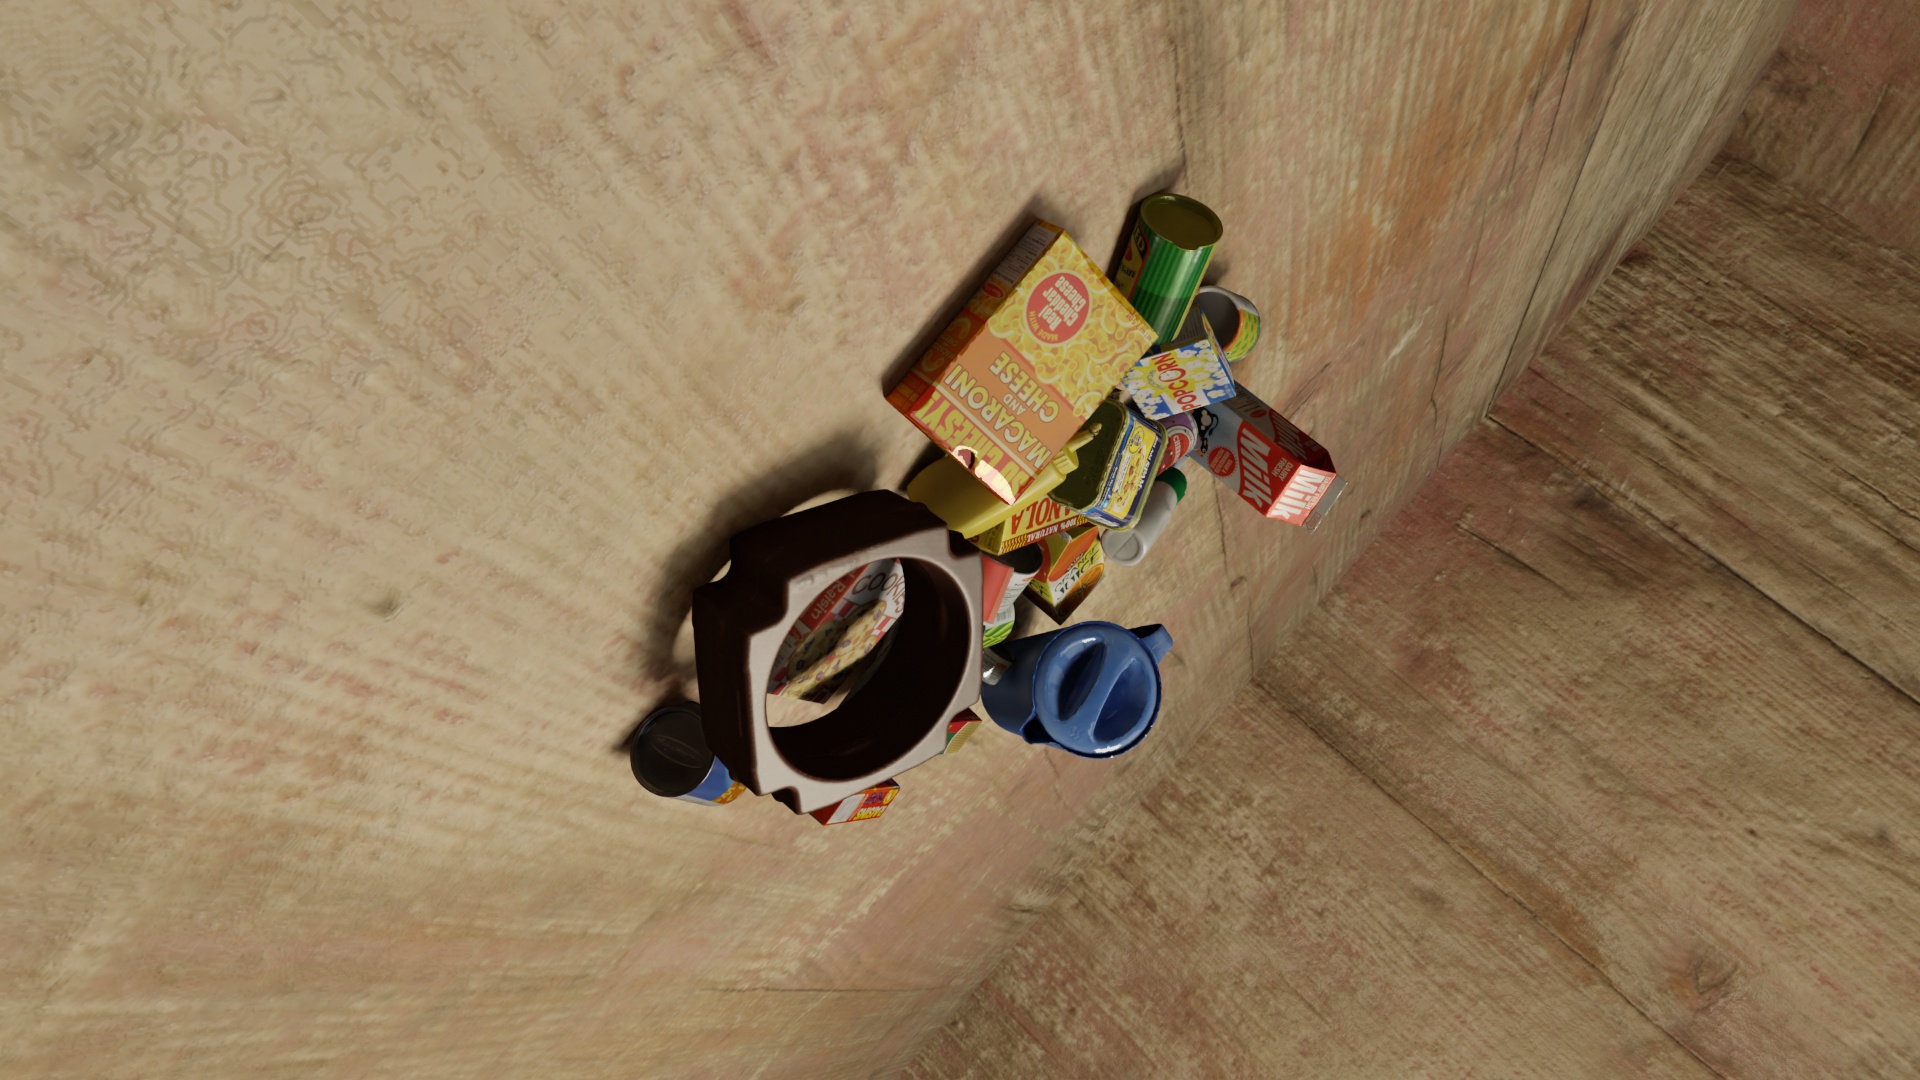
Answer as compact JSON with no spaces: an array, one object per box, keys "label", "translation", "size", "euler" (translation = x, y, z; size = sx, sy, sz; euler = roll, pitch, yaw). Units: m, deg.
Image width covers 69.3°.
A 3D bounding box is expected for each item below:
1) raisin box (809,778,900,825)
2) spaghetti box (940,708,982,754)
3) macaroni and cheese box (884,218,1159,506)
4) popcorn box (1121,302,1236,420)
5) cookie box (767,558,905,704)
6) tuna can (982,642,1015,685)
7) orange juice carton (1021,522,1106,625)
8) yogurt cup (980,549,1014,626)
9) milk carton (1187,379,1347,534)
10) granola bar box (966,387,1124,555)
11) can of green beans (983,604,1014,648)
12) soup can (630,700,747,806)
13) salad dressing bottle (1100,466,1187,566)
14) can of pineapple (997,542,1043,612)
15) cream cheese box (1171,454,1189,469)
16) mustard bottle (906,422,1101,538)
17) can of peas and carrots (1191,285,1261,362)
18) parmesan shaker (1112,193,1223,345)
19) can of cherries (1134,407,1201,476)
[{"label":"raisin box","translation":[-0.117,0.215,1.266],"size":[0.040,0.086,0.123],"euler":[-56,159,5]},{"label":"spaghetti box","translation":[-0.043,0.204,1.479],"size":[0.050,0.029,0.250],"euler":[-53,159,9]},{"label":"macaroni and cheese box","translation":[0.046,-0.124,0.986],"size":[0.166,0.040,0.123],"euler":[-50,127,1]},{"label":"popcorn box","translation":[0.186,-0.154,1.221],"size":[0.085,0.038,0.126],"euler":[-15,157,18]},{"label":"cookie box","translation":[-0.090,0.052,1.099],"size":[0.167,0.040,0.123],"euler":[-50,160,2]},{"label":"tuna can","translation":[0.019,0.111,1.395],"size":[0.033,0.071,0.071],"euler":[-51,159,8]},{"label":"orange juice carton","translation":[0.086,0.008,1.336],"size":[0.073,0.072,0.192],"euler":[-46,160,-9]},{"label":"yogurt cup","translation":[0.009,0.033,1.164],"size":[0.054,0.072,0.072],"euler":[-62,158,4]},{"label":"milk carton","translation":[0.306,-0.091,1.437],"size":[0.074,0.191,0.072],"euler":[-21,146,-50]},{"label":"granola bar box","translation":[0.072,-0.065,1.175],"size":[0.166,0.039,0.123],"euler":[-19,124,-54]},{"label":"can of green beans","translation":[0.009,0.071,1.296],"size":[0.058,0.071,0.071],"euler":[-12,138,-59]},{"label":"soup can","translation":[-0.197,0.160,1.038],"size":[0.071,0.071,0.083],"euler":[-48,160,-3]},{"label":"salad dressing bottle","translation":[0.181,-0.027,1.341],"size":[0.064,0.044,0.148],"euler":[-52,176,36]},{"label":"can of pineapple","translation":[0.031,0.022,1.252],"size":[0.071,0.071,0.057],"euler":[-23,155,-50]},{"label":"cream cheese box","translation":[0.183,-0.063,1.432],"size":[0.103,0.053,0.024],"euler":[-54,158,14]},{"label":"mustard bottle","translation":[0.039,-0.052,1.067],"size":[0.160,0.065,0.049],"euler":[-24,171,18]},{"label":"can of peas and carrots","translation":[0.237,-0.197,1.286],"size":[0.070,0.071,0.059],"euler":[-56,158,17]},{"label":"parmesan shaker","translation":[0.159,-0.212,1.100],"size":[0.071,0.071,0.102],"euler":[-33,155,-36]},{"label":"can of cherries","translation":[0.191,-0.100,1.359],"size":[0.058,0.071,0.071],"euler":[-35,155,-31]}]
